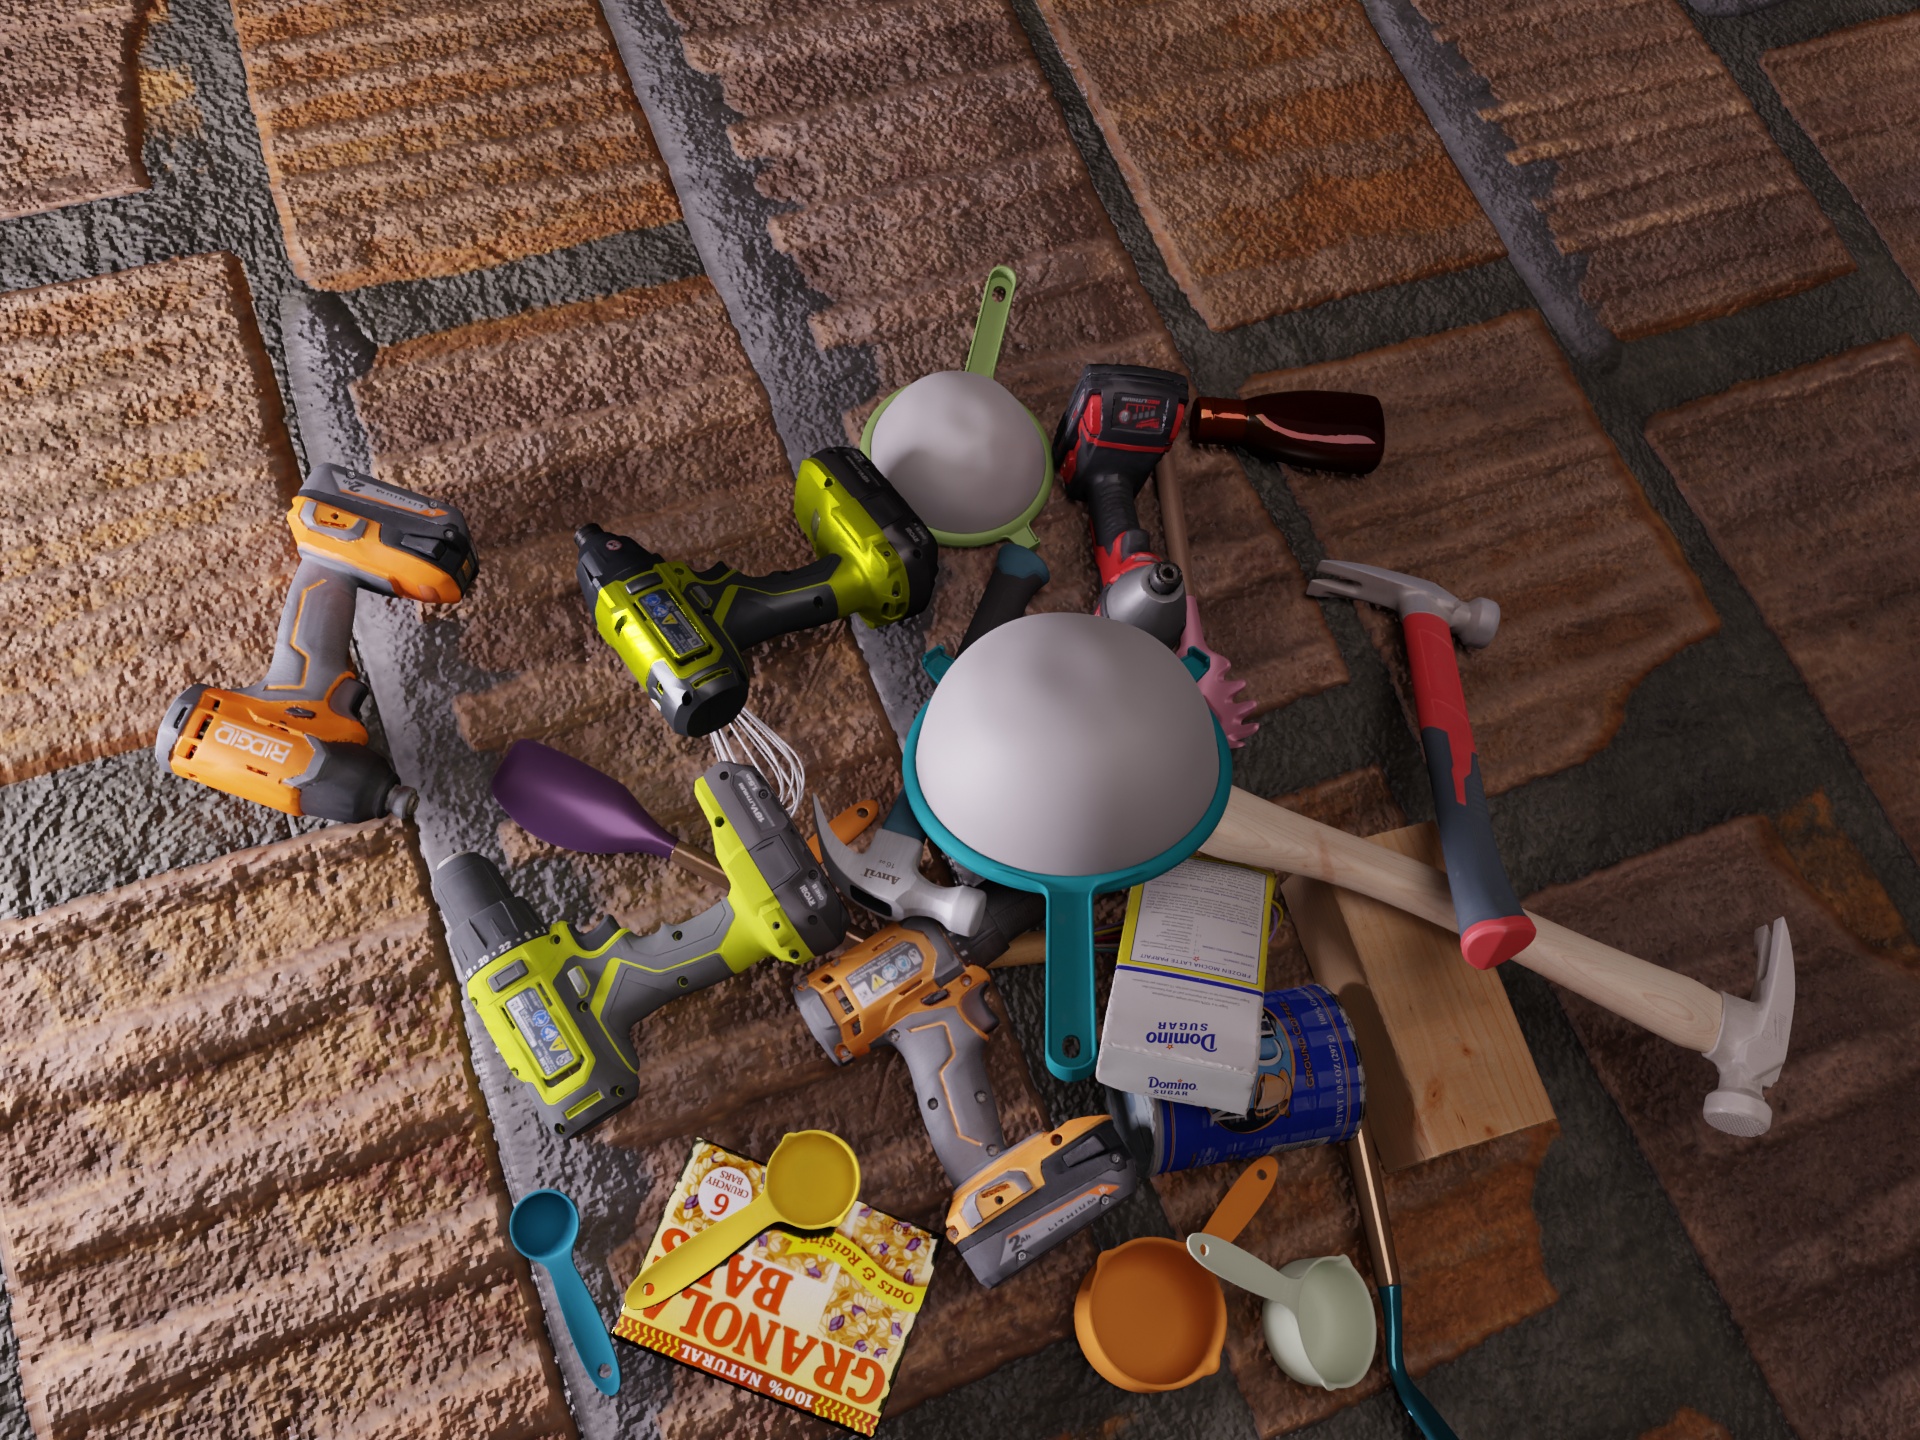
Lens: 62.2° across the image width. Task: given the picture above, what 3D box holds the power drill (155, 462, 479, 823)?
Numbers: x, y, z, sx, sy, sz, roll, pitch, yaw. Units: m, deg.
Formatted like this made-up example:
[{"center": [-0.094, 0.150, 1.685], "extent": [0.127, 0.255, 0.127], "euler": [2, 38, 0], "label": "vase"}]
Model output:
[{"center": [-0.407, -0.043, 1.064], "extent": [0.164, 0.084, 0.227], "euler": [20, 70, -1], "label": "power drill"}]

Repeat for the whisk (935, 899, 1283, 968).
[{"center": [0.100, 0.144, 1.079], "extent": [0.245, 0.047, 0.051], "euler": [-6, 70, -7], "label": "whisk"}]

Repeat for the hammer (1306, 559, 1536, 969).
[{"center": [0.314, 0.014, 1.071], "extent": [0.143, 0.038, 0.387], "euler": [15, 37, -2], "label": "hammer"}]

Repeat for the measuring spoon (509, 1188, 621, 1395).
[{"center": [-0.233, 0.345, 0.962], "extent": [0.042, 0.021, 0.129], "euler": [-24, 82, -5], "label": "measuring spoon"}]

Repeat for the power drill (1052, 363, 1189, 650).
[{"center": [0.121, -0.141, 1.148], "extent": [0.078, 0.143, 0.220], "euler": [4, 65, -11], "label": "power drill"}]

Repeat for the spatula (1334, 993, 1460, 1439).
[{"center": [0.278, 0.330, 1.010], "extent": [0.044, 0.082, 0.318], "euler": [-15, 70, 19], "label": "spatula"}]

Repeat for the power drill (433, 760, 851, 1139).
[{"center": [-0.204, 0.124, 1.003], "extent": [0.228, 0.080, 0.191], "euler": [-32, 80, -6], "label": "power drill"}]

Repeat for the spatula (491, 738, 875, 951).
[{"center": [-0.170, 0.100, 1.069], "extent": [0.316, 0.018, 0.060], "euler": [25, 72, 2], "label": "spatula"}]

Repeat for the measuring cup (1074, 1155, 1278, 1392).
[{"center": [0.141, 0.343, 0.999], "extent": [0.095, 0.052, 0.173], "euler": [42, 59, 10], "label": "measuring cup"}]

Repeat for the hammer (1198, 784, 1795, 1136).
[{"center": [0.339, 0.120, 1.028], "extent": [0.410, 0.038, 0.146], "euler": [23, 64, 1], "label": "hammer"}]

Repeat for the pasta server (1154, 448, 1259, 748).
[{"center": [0.170, -0.119, 1.202], "extent": [0.060, 0.040, 0.316], "euler": [4, 65, -20], "label": "pasta server"}]

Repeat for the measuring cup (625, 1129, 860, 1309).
[{"center": [-0.129, 0.302, 0.949], "extent": [0.156, 0.029, 0.062], "euler": [-32, 74, -8], "label": "measuring cup"}]

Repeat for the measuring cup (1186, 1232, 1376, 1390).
[{"center": [0.187, 0.351, 0.971], "extent": [0.167, 0.038, 0.083], "euler": [34, 53, -24], "label": "measuring cup"}]

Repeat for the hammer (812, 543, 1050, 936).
[{"center": [-0.002, -0.003, 1.085], "extent": [0.128, 0.033, 0.331], "euler": [15, 50, 11], "label": "hammer"}]

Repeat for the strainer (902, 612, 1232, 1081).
[{"center": [0.065, 0.045, 0.948], "extent": [0.211, 0.095, 0.341], "euler": [1, 46, 3], "label": "strainer"}]

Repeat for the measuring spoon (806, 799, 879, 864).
[{"center": [-0.097, 0.086, 1.078], "extent": [0.021, 0.011, 0.117], "euler": [42, 56, 15], "label": "measuring spoon"}]

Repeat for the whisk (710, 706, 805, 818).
[{"center": [-0.182, -0.029, 1.111], "extent": [0.057, 0.059, 0.246], "euler": [-10, 59, -52], "label": "whisk"}]

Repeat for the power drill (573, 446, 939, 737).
[{"center": [-0.143, -0.101, 1.102], "extent": [0.223, 0.080, 0.171], "euler": [-27, 66, -29], "label": "power drill"}]

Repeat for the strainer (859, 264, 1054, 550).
[{"center": [0.013, -0.258, 1.218], "extent": [0.151, 0.069, 0.256], "euler": [14, 68, -2], "label": "strainer"}]

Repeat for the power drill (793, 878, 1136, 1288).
[{"center": [0.025, 0.212, 0.999], "extent": [0.185, 0.084, 0.226], "euler": [-33, 71, -4], "label": "power drill"}]
